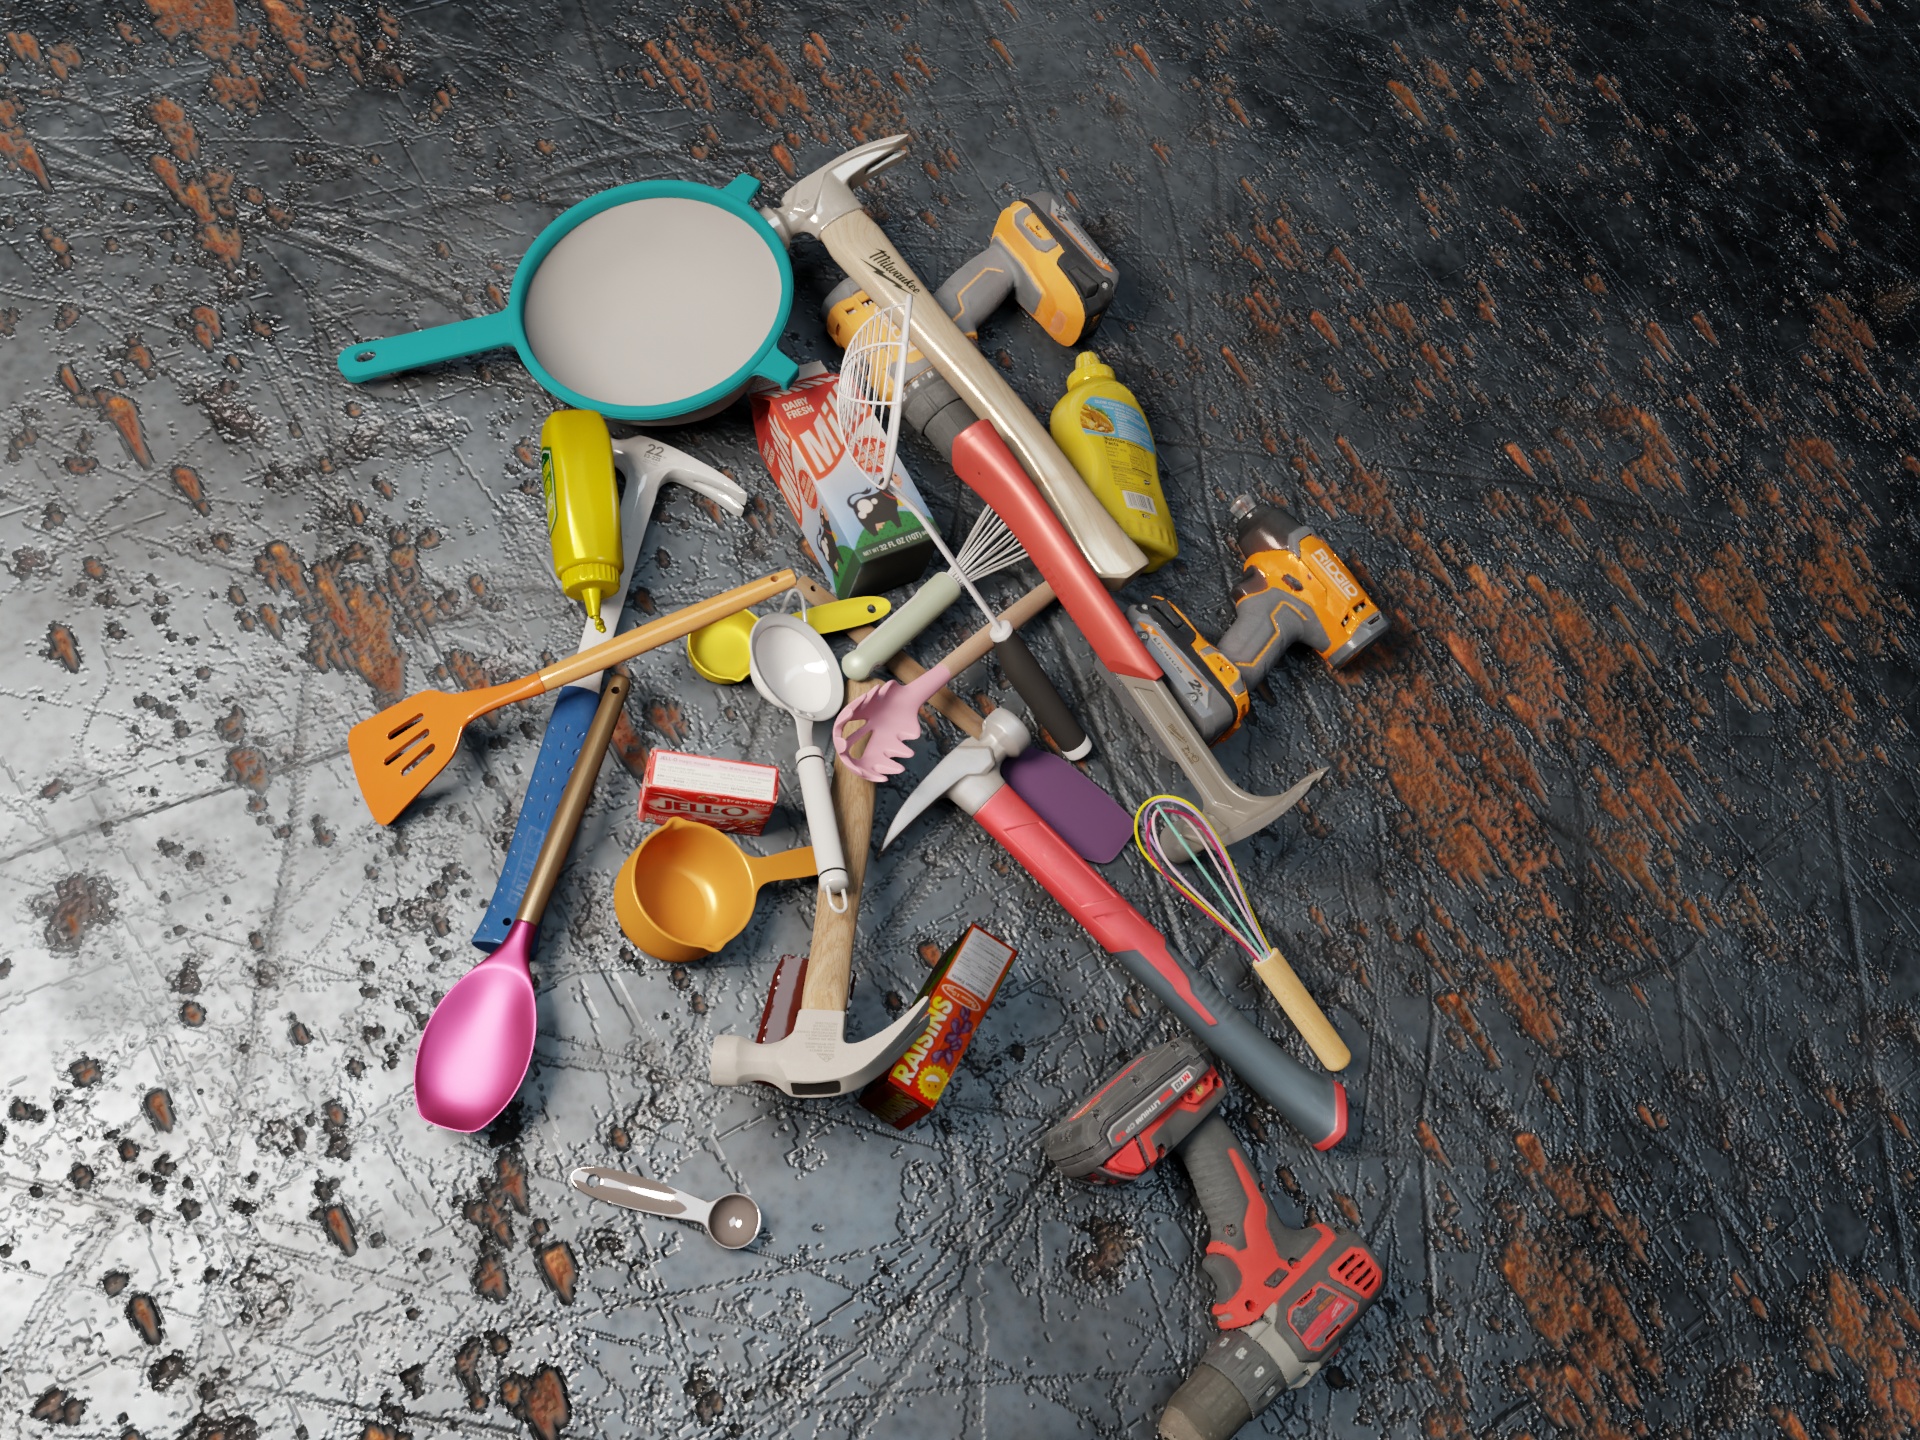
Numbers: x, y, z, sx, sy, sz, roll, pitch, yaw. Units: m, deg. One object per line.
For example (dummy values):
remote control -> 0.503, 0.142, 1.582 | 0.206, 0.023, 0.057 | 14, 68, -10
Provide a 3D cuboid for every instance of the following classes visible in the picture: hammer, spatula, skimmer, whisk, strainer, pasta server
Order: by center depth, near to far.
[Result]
hammer -> -0.077, 0.099, 1.070 | 0.130, 0.031, 0.332 | 3, 49, 3
spatula -> -0.259, -0.032, 1.081 | 0.322, 0.041, 0.081 | -24, 64, -12
strainer -> -0.107, 0.020, 1.090 | 0.086, 0.050, 0.259 | 21, 42, -41
skimmer -> 0.023, -0.122, 1.119 | 0.363, 0.090, 0.127 | 55, 16, -26
hammer -> -0.259, -0.029, 1.122 | 0.144, 0.035, 0.406 | 14, 64, -9
hammer -> 0.117, 0.172, 1.134 | 0.386, 0.038, 0.143 | 44, 72, 4
whisk -> 0.204, 0.154, 1.146 | 0.047, 0.051, 0.245 | -37, 97, -8
hammer -> 0.113, -0.069, 1.155 | 0.037, 0.149, 0.359 | -31, 86, -45
pasta server -> 0.009, -0.049, 1.171 | 0.316, 0.040, 0.060 | -39, 110, -40
spatula -> -0.002, -0.004, 1.193 | 0.316, 0.018, 0.060 | 40, 66, 3
strainer -> -0.288, -0.284, 1.207 | 0.340, 0.095, 0.211 | -13, 68, -1
whisk -> -0.005, -0.108, 1.210 | 0.059, 0.057, 0.246 | 45, 60, 2
hammer -> 0.014, -0.274, 1.232 | 0.146, 0.038, 0.411 | -36, 81, -14

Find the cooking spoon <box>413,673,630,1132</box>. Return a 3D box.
cooking spoon -> -0.271, 0.108, 1.027 | 0.069, 0.017, 0.319 | 14, 64, 2

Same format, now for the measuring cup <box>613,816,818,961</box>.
measuring cup -> -0.154, 0.113, 1.087 | 0.173, 0.052, 0.095 | -8, 70, -40

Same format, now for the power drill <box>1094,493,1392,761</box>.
power drill -> 0.216, -0.082, 1.257 | 0.226, 0.084, 0.164 | -31, 77, -29

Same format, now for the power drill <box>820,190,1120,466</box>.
power drill -> 0.024, -0.317, 1.307 | 0.226, 0.084, 0.185 | -33, 79, -21

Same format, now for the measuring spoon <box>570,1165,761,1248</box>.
measuring spoon -> -0.187, 0.306, 1.009 | 0.124, 0.018, 0.034 | 16, 63, -1

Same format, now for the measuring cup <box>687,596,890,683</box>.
measuring cup -> -0.127, -0.066, 1.176 | 0.156, 0.029, 0.062 | -14, 79, -21

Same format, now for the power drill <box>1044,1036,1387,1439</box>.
power drill -> 0.154, 0.347, 1.052 | 0.188, 0.080, 0.227 | -35, 83, -25
